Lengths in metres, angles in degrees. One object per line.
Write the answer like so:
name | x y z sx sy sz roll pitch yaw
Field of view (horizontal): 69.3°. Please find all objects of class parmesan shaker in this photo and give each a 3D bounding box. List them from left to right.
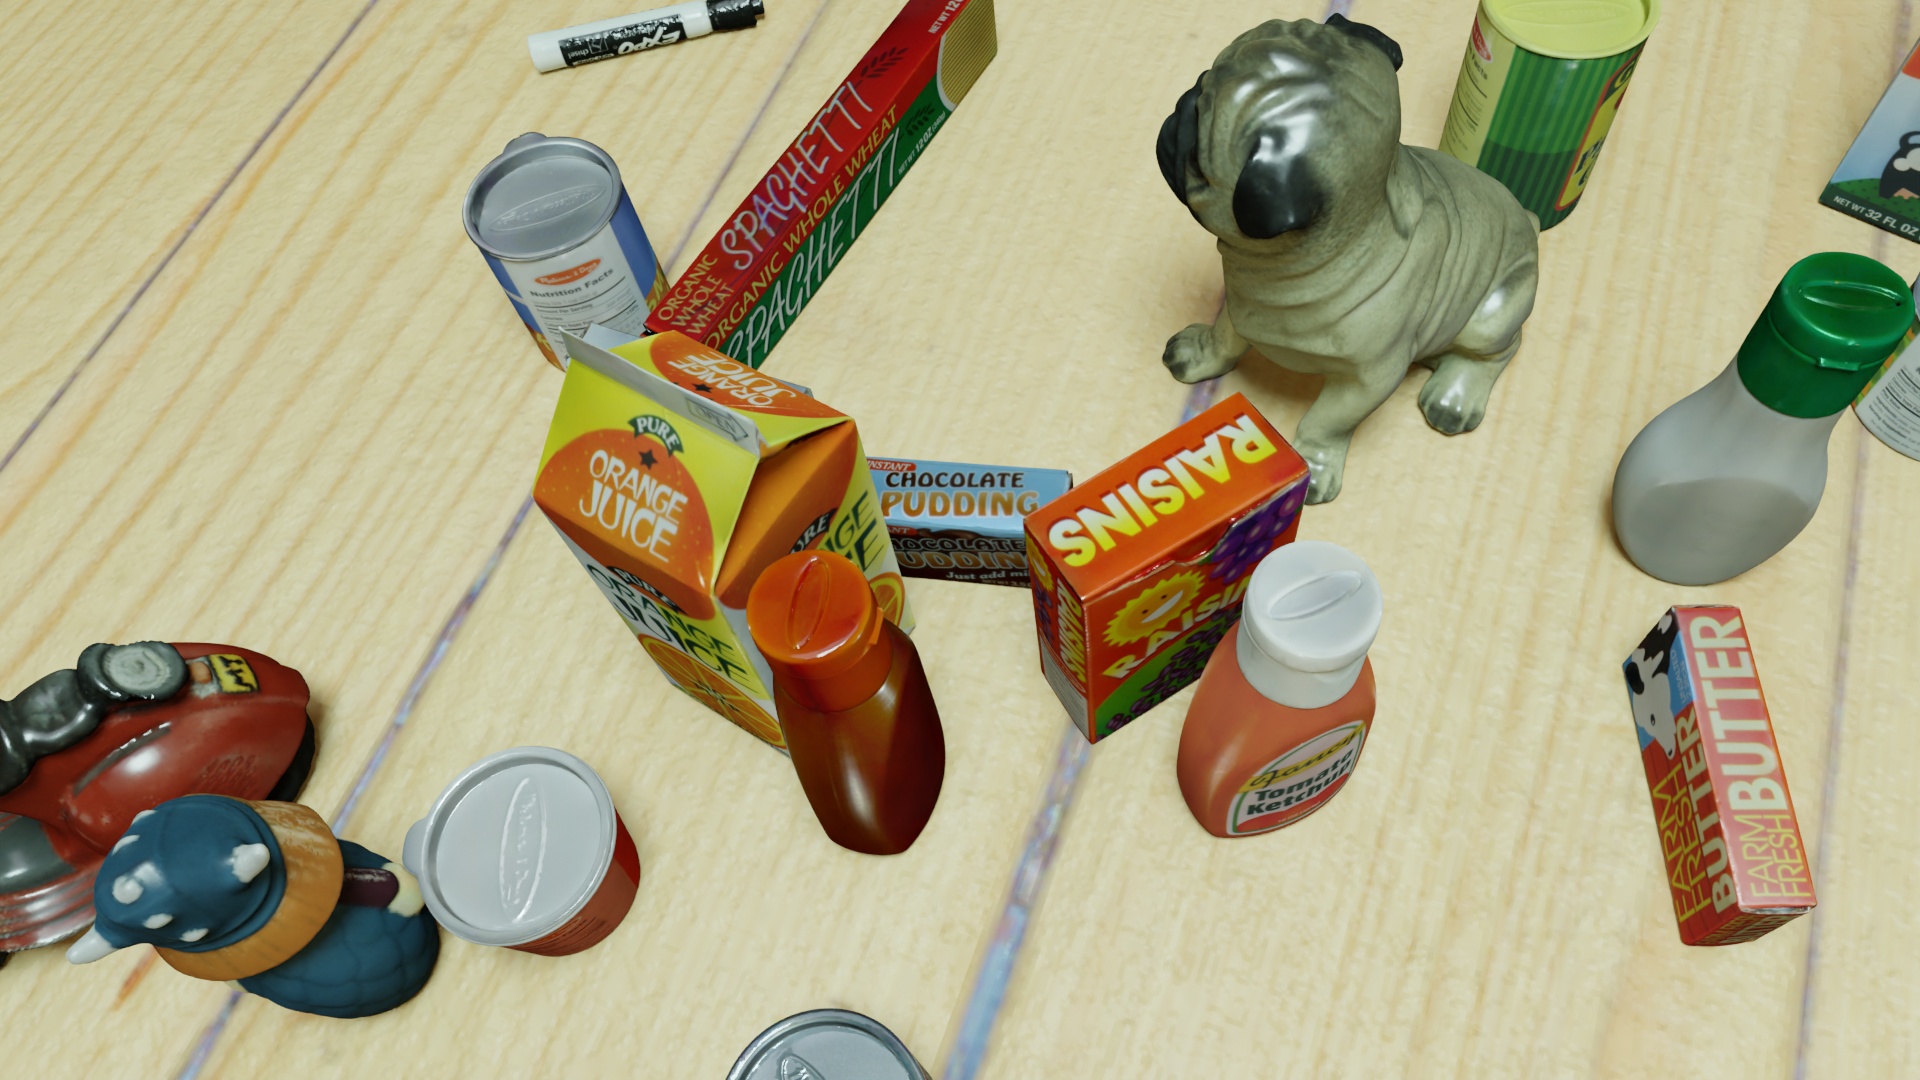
parmesan shaker | 0.241 -0.188 0.582 0.071 0.102 0.071 -3 61 5

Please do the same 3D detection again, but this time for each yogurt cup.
yogurt cup | -0.146 0.112 0.485 0.072 0.053 0.073 -3 61 5

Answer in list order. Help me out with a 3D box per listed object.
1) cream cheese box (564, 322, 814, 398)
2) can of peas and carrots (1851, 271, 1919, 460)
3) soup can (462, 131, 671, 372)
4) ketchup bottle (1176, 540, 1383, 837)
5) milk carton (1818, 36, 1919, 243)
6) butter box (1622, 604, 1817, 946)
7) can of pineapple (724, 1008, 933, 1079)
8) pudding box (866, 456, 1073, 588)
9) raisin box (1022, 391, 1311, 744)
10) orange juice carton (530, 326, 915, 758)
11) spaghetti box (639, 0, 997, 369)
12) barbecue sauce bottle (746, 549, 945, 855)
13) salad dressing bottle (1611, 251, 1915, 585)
cream cheese box | -0.107 -0.053 0.573 0.104 0.053 0.024 18 65 15
can of peas and carrots | 0.385 -0.071 0.526 0.071 0.058 0.071 -3 61 5
soup can | -0.167 -0.123 0.601 0.071 0.083 0.071 -3 61 5
ketchup bottle | 0.102 0.049 0.439 0.065 0.148 0.044 -23 62 -6
milk carton | 0.411 -0.199 0.519 0.072 0.189 0.074 32 69 21
butter box | 0.250 0.078 0.462 0.024 0.053 0.104 -1 61 6
can of pineapple | -0.040 0.185 0.431 0.071 0.057 0.071 -3 61 5
pudding box | 0.002 -0.007 0.537 0.084 0.049 0.030 5 62 9
raisin box | 0.069 0.014 0.476 0.086 0.123 0.040 -30 62 -10
orange juice carton | -0.075 0.000 0.460 0.072 0.191 0.073 28 68 19
spaghetti box | -0.057 -0.165 0.632 0.029 0.050 0.251 25 67 18
barbecue sauce bottle | -0.035 0.053 0.452 0.044 0.148 0.065 7 63 10
salad dressing bottle | 0.268 -0.036 0.469 0.064 0.147 0.044 10 63 12
